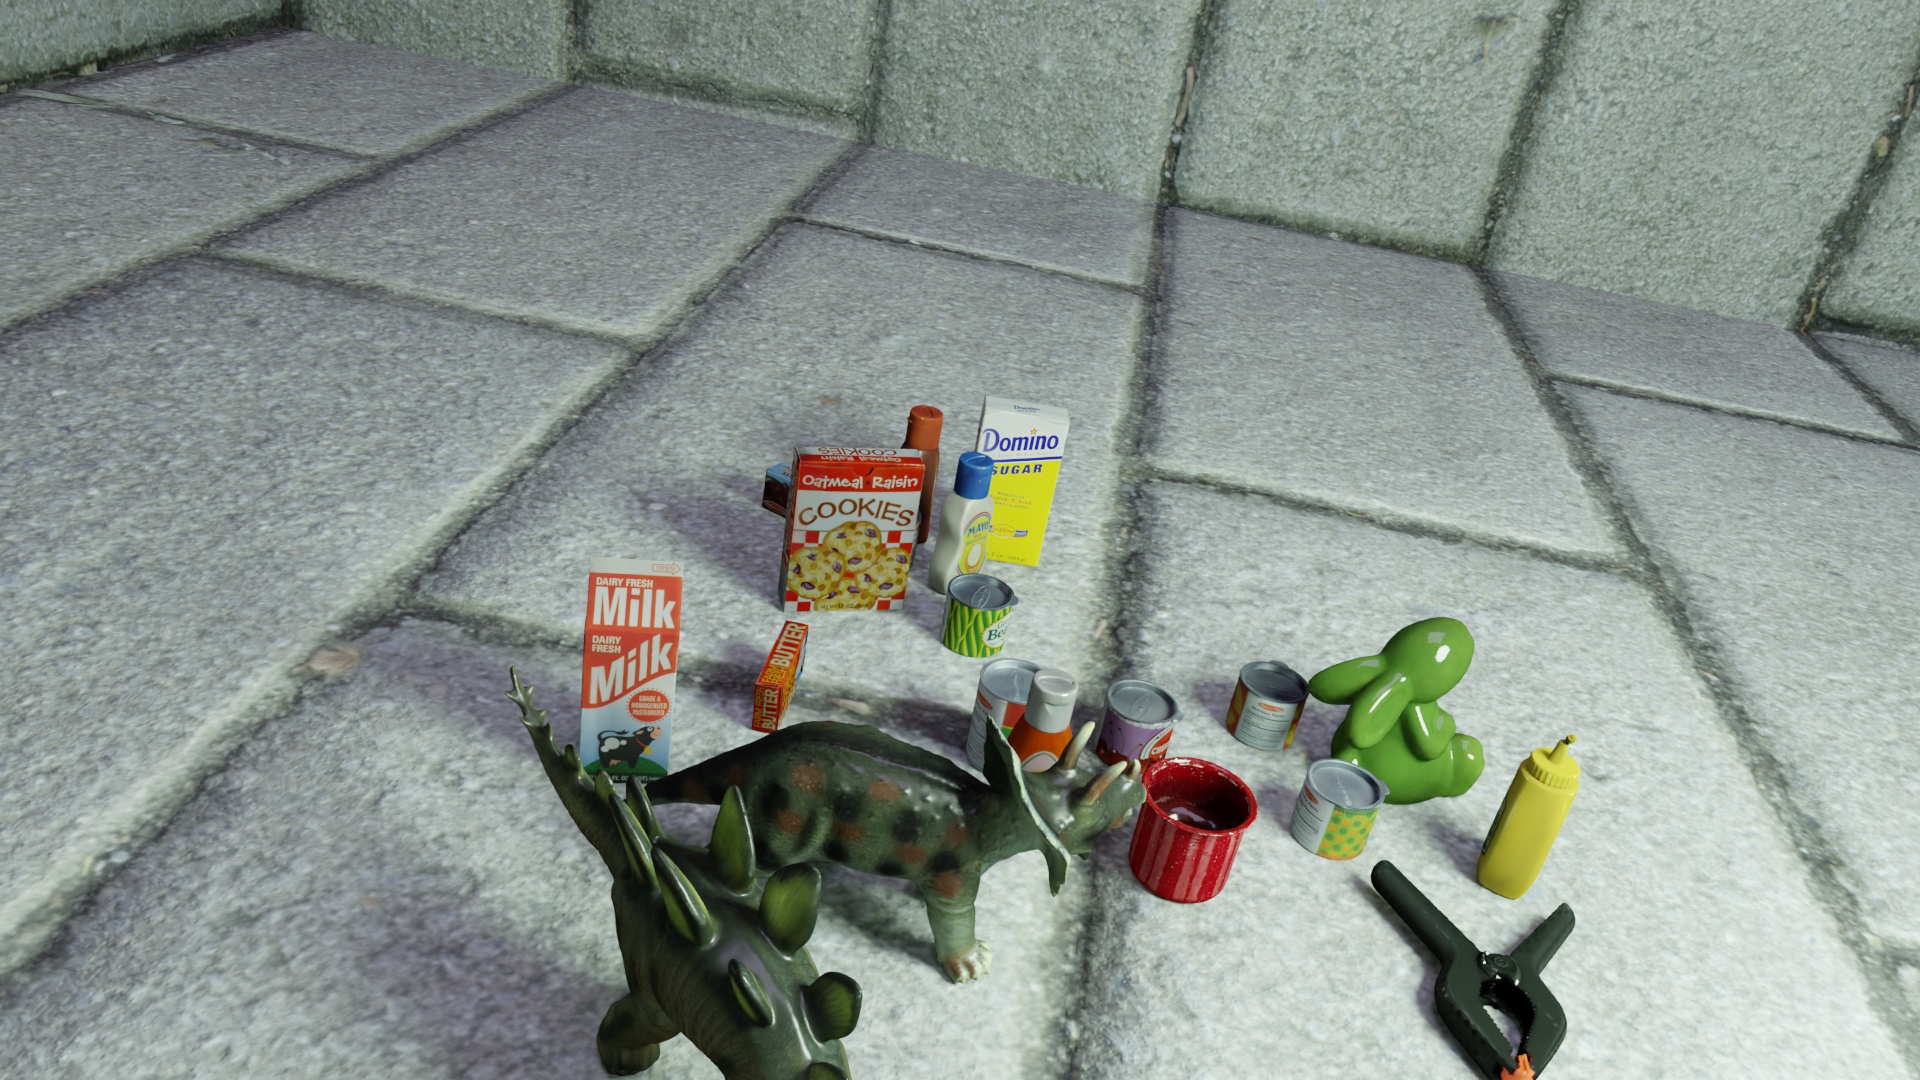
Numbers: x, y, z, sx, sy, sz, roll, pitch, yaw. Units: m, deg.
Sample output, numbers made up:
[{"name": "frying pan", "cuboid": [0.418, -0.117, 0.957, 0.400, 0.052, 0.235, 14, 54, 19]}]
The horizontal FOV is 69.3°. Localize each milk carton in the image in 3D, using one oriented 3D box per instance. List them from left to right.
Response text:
[{"name": "milk carton", "cuboid": [-0.260, 0.096, 1.097, 0.072, 0.189, 0.074, 3, 30, -12]}]

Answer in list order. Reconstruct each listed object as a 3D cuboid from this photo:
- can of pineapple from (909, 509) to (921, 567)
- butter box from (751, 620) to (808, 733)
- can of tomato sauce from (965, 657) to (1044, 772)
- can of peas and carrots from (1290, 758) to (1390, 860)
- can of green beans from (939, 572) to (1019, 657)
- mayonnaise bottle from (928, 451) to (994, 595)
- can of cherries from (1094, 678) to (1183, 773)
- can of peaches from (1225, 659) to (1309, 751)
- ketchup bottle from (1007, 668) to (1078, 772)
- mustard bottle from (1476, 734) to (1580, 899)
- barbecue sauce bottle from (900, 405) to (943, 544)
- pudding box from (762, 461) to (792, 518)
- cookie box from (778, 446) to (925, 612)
[{"name": "can of pineapple", "cuboid": [-0.079, -0.007, 1.471, 0.071, 0.057, 0.071, 8, 29, -4]}, {"name": "butter box", "cuboid": [-0.159, 0.120, 1.227, 0.024, 0.052, 0.104, 12, 29, 3]}, {"name": "can of tomato sauce", "cuboid": [0.045, 0.154, 1.201, 0.071, 0.082, 0.071, 8, 29, -4]}, {"name": "can of peas and carrots", "cuboid": [0.322, 0.229, 1.182, 0.071, 0.058, 0.071, 8, 29, -4]}, {"name": "can of green beans", "cuboid": [0.016, 0.073, 1.360, 0.071, 0.057, 0.071, 8, 29, -4]}, {"name": "mayonnaise bottle", "cuboid": [0.005, -0.018, 1.426, 0.041, 0.147, 0.065, 32, 35, 33]}, {"name": "can of cherries", "cuboid": [0.159, 0.167, 1.239, 0.071, 0.058, 0.072, 8, 29, -4]}, {"name": "can of peaches", "cuboid": [0.288, 0.154, 1.304, 0.071, 0.057, 0.071, 8, 29, -4]}, {"name": "ketchup bottle", "cuboid": [0.062, 0.171, 1.109, 0.065, 0.148, 0.044, 6, 29, -8]}, {"name": "mustard bottle", "cuboid": [0.473, 0.219, 1.143, 0.049, 0.159, 0.065, 22, 31, 21]}, {"name": "barbecue sauce bottle", "cuboid": [-0.047, -0.073, 1.506, 0.044, 0.147, 0.065, 0, 30, -18]}, {"name": "pudding box", "cuboid": [-0.175, -0.047, 1.521, 0.084, 0.049, 0.030, 24, 32, 24]}, {"name": "cookie box", "cuboid": [-0.108, -0.009, 1.355, 0.123, 0.166, 0.040, 0, 30, -18]}]
